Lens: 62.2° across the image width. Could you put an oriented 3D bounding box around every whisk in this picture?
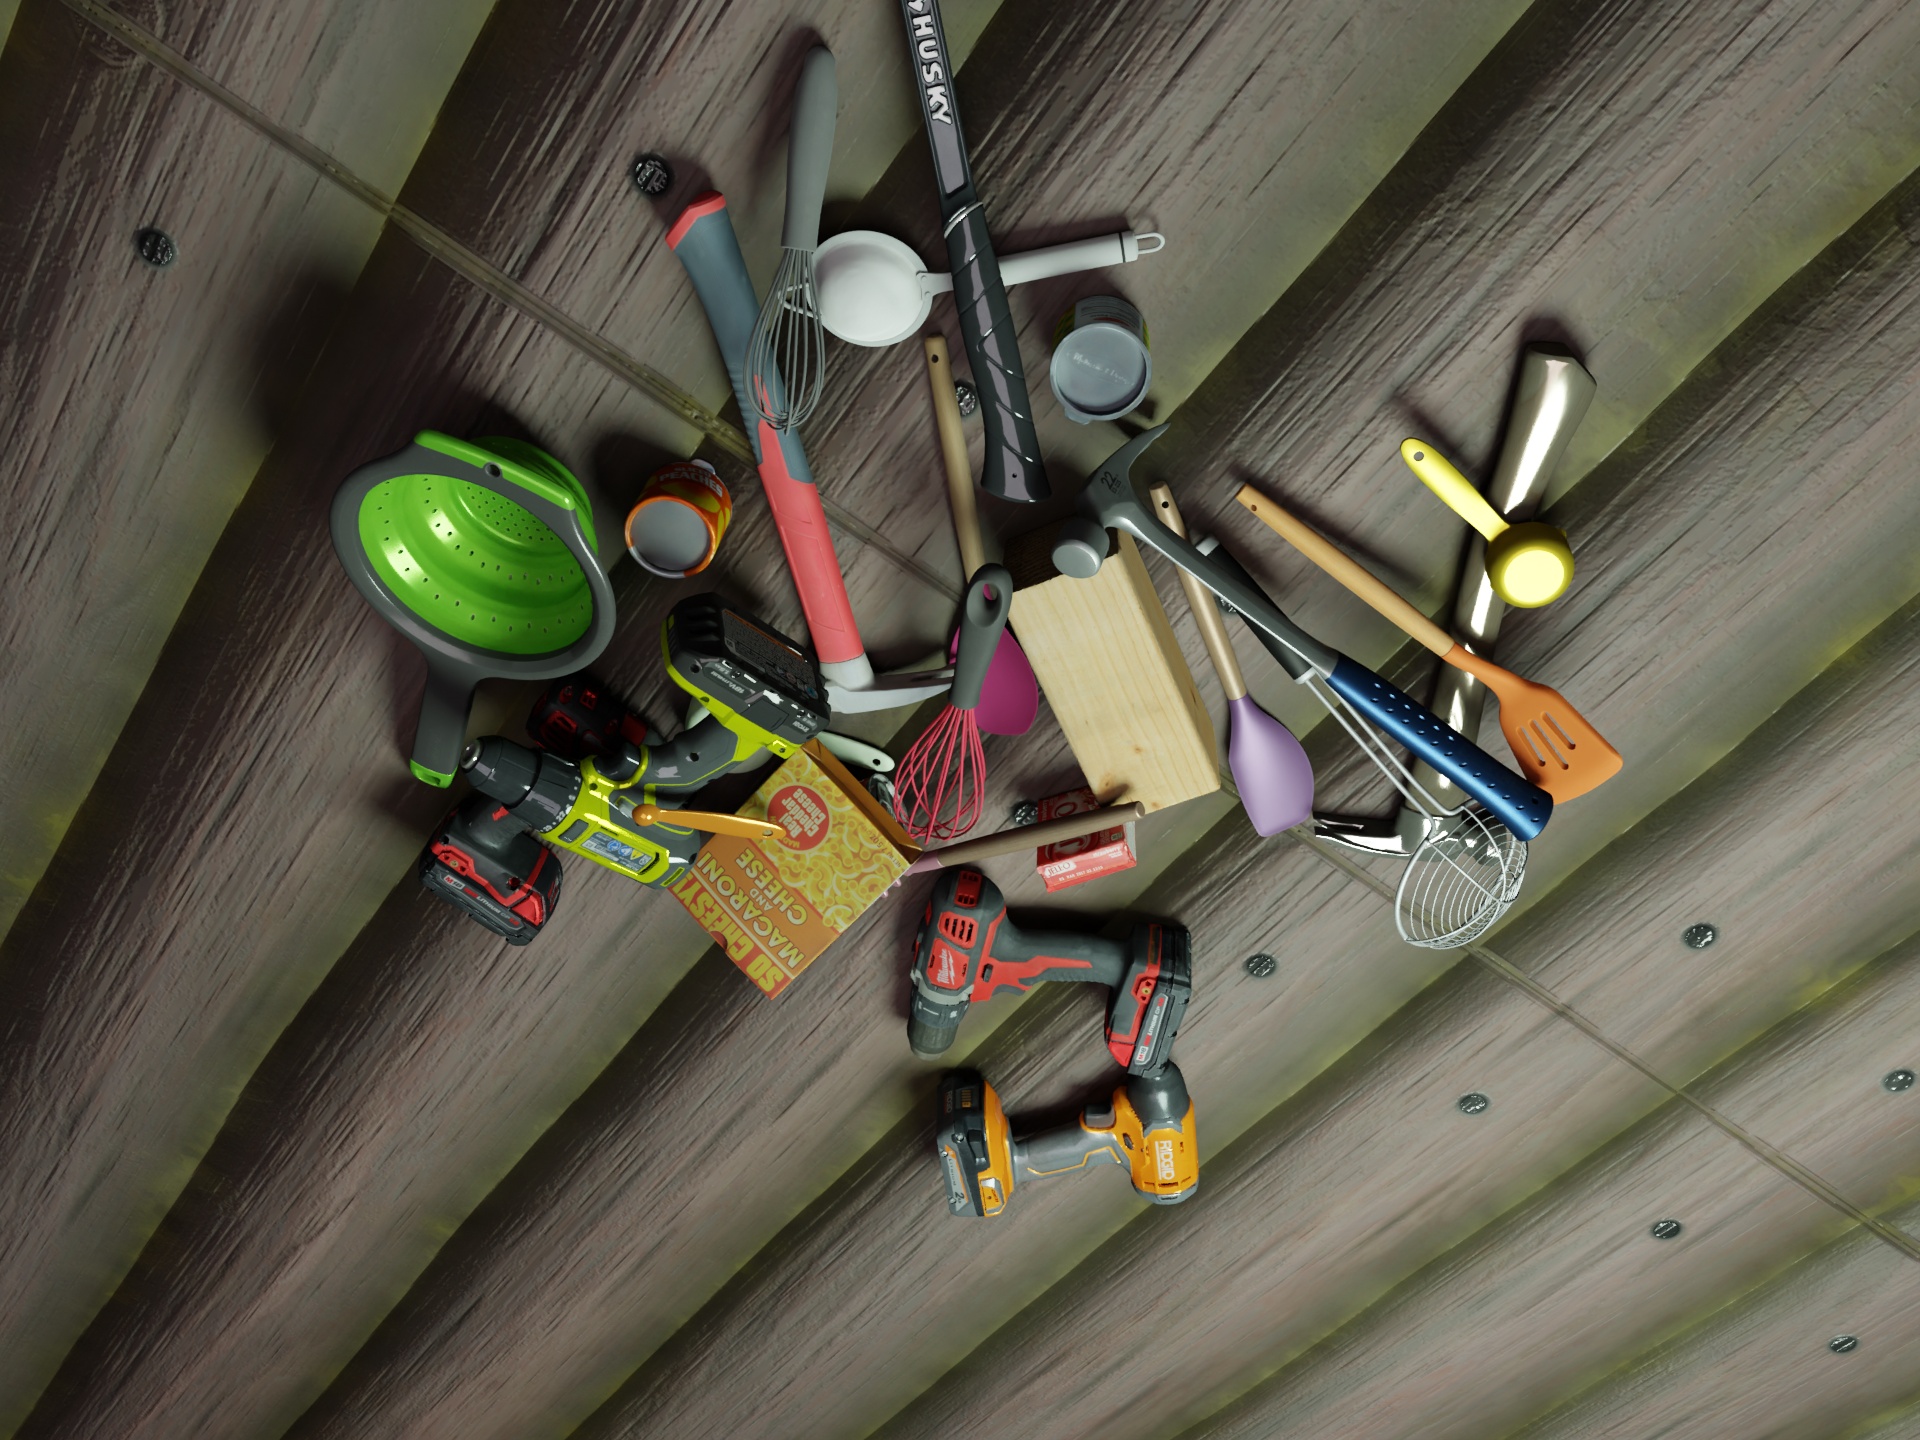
[{"bbox_3d":[-0.002,-0.004,1.151,0.073,0.073,0.295,12,138,-2],"label":"whisk"},{"bbox_3d":[-0.102,-0.301,1.009,0.055,0.055,0.239,8,105,0],"label":"whisk"}]

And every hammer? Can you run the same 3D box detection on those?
[{"bbox_3d":[-0.108,-0.176,1.112,0.143,0.038,0.386,-7,121,14],"label":"hammer"},{"bbox_3d":[0.247,-0.049,1.089,0.405,0.144,0.035,35,144,-12],"label":"hammer"},{"bbox_3d":[0.361,-0.070,1.143,0.146,0.038,0.410,6,122,3],"label":"hammer"},{"bbox_3d":[0.002,-0.330,0.977,0.149,0.036,0.408,-10,112,9],"label":"hammer"}]

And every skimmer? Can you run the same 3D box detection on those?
[{"bbox_3d":[0.281,0.013,1.158,0.127,0.090,0.363,-42,94,-10],"label":"skimmer"}]

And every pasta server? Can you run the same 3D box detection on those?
[{"bbox_3d":[0.010,0.108,1.231,0.316,0.060,0.040,-17,92,36],"label":"pasta server"}]

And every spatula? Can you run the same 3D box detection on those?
[{"bbox_3d":[0.201,-0.041,1.185,0.060,0.018,0.315,-25,118,4],"label":"spatula"},{"bbox_3d":[0.319,-0.059,1.111,0.322,0.041,0.081,36,146,-5],"label":"spatula"}]

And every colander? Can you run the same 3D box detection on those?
[{"bbox_3d":[-0.355,-0.085,1.177,0.204,0.095,0.397,24,139,-8],"label":"colander"}]

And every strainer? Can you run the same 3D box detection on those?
[{"bbox_3d":[0.004,-0.288,1.036,0.258,0.050,0.086,-9,135,7],"label":"strainer"}]

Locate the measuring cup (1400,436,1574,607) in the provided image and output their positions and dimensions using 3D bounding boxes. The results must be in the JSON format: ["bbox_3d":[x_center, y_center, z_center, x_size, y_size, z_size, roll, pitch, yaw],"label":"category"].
[{"bbox_3d":[0.351,-0.133,1.067,0.156,0.029,0.062,38,119,-17],"label":"measuring cup"}]

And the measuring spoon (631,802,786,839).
[{"bbox_3d":[-0.182,0.077,1.157,0.116,0.011,0.021,11,132,-24],"label":"measuring spoon"}]

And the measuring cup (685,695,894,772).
[{"bbox_3d":[-0.134,0.019,1.239,0.167,0.038,0.083,17,122,-3],"label":"measuring cup"}]

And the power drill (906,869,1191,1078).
[{"bbox_3d":[0.066,0.229,1.335,0.226,0.080,0.187,13,122,0],"label":"power drill"}]

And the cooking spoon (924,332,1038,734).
[{"bbox_3d":[0.009,-0.124,1.149,0.069,0.017,0.318,3,124,23],"label":"cooking spoon"}]

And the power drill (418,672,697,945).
[{"bbox_3d":[-0.320,0.074,1.273,0.143,0.079,0.219,38,115,-18],"label":"power drill"}]

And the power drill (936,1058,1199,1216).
[{"bbox_3d":[0.095,0.361,1.413,0.226,0.084,0.164,-6,121,4],"label":"power drill"}]

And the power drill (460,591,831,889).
[{"bbox_3d":[-0.225,0.016,1.147,0.228,0.080,0.190,-40,130,22],"label":"power drill"}]
